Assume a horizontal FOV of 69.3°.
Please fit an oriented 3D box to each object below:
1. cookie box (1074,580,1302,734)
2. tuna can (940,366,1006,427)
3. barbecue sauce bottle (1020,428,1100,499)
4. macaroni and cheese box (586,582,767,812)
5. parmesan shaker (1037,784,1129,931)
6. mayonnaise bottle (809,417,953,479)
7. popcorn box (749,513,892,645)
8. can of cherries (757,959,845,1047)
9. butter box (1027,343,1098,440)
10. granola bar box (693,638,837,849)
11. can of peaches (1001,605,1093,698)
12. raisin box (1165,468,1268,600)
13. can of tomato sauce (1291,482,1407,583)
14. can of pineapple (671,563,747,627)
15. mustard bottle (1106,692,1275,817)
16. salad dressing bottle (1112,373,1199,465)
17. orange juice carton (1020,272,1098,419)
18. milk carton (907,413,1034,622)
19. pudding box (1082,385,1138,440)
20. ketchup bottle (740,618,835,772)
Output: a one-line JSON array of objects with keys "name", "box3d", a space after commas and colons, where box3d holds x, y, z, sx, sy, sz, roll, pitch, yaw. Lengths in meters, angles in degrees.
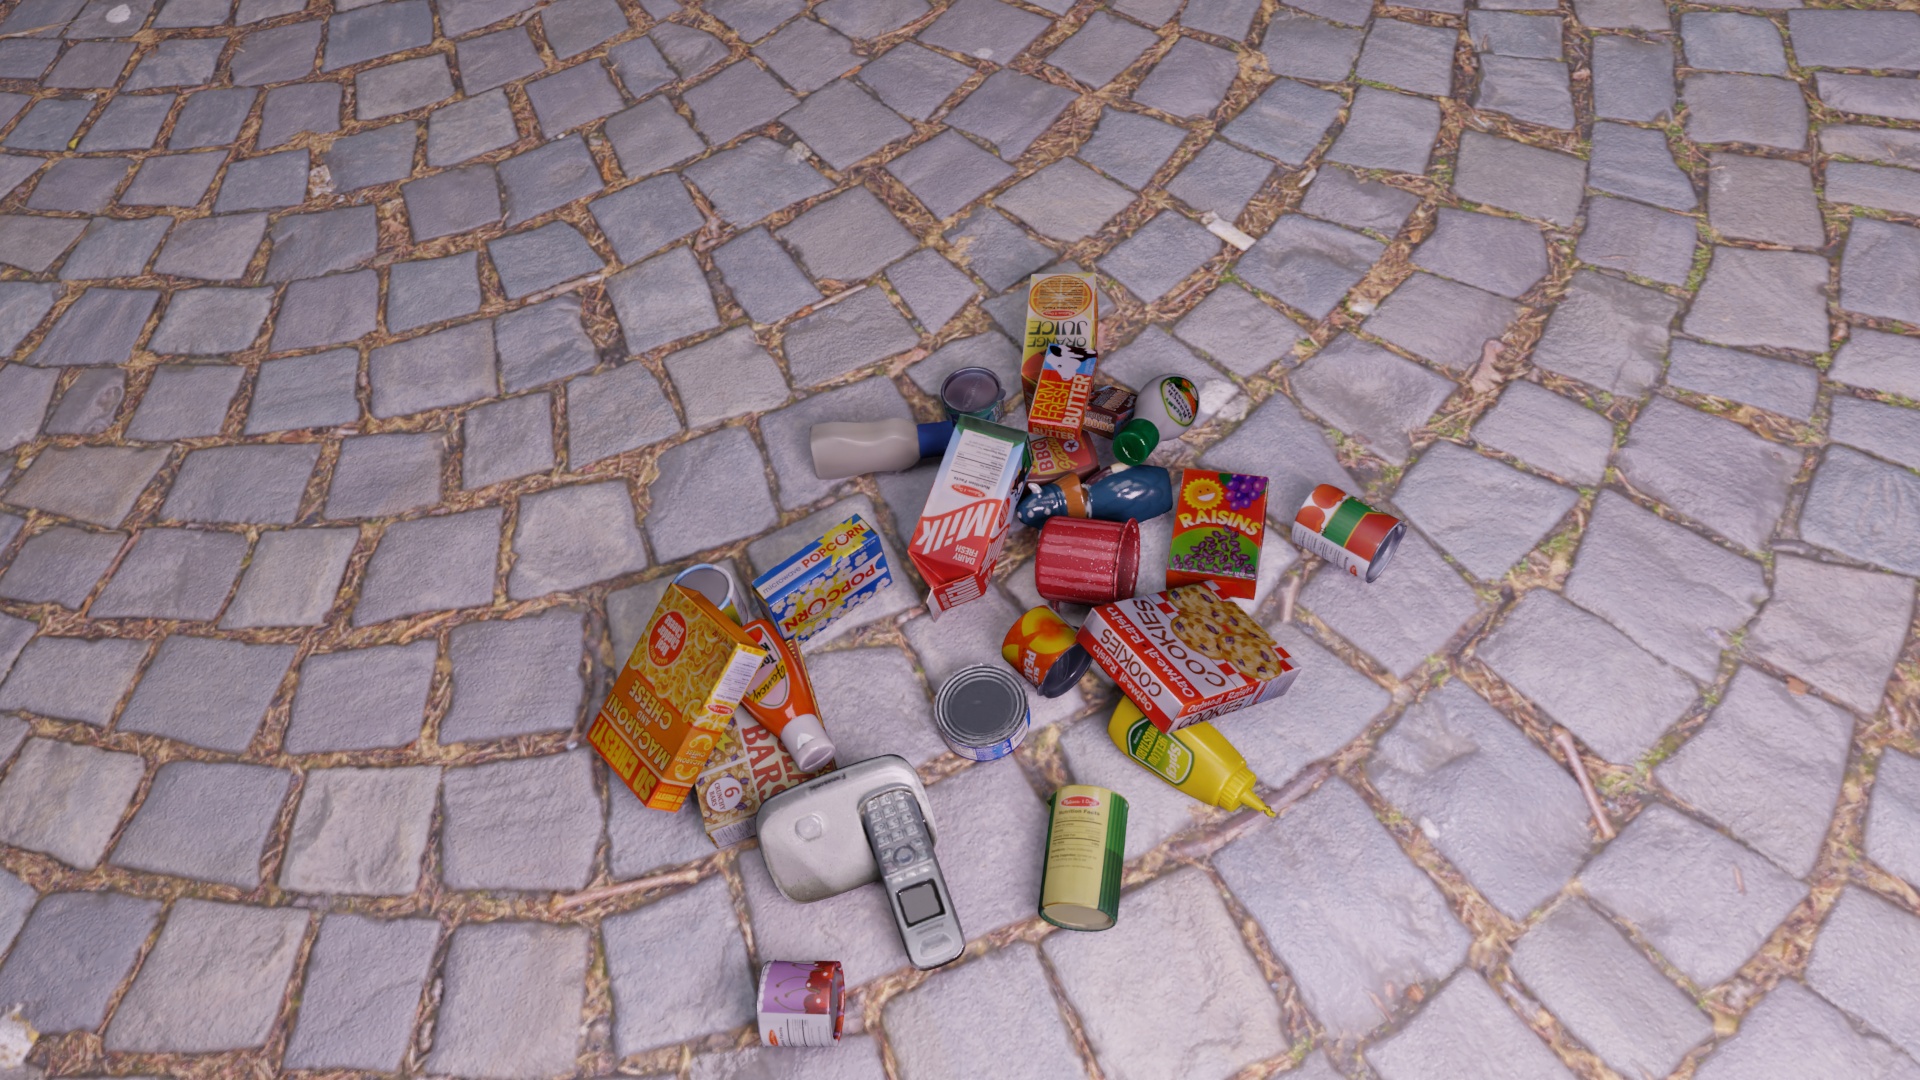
[{"name": "cookie box", "box3d": [0.201, 0.100, 1.222, 0.168, 0.040, 0.123, -10, 46, -41]}, {"name": "tuna can", "box3d": [0.016, -0.151, 1.485, 0.071, 0.032, 0.071, -4, 54, 6]}, {"name": "barbecue sauce bottle", "box3d": [0.064, -0.069, 1.412, 0.149, 0.043, 0.065, -14, 50, -1]}, {"name": "macaroni and cheese box", "box3d": [-0.256, 0.140, 1.246, 0.124, 0.040, 0.166, 34, 96, 42]}, {"name": "parmesan shaker", "box3d": [0.100, 0.263, 1.150, 0.071, 0.071, 0.103, 4, 55, 11]}, {"name": "mayonnaise bottle", "box3d": [-0.080, -0.099, 1.446, 0.148, 0.064, 0.041, -7, 50, -2]}, {"name": "popcorn box", "box3d": [-0.132, 0.042, 1.333, 0.127, 0.084, 0.038, -34, 56, -16]}, {"name": "can of cherries", "box3d": [-0.126, 0.366, 1.106, 0.058, 0.071, 0.072, -3, 54, 6]}, {"name": "butter box", "box3d": [0.103, -0.148, 1.387, 0.053, 0.024, 0.104, 9, 58, 11]}, {"name": "granola bar box", "box3d": [-0.186, 0.181, 1.267, 0.124, 0.039, 0.166, -19, 54, -6]}, {"name": "can of peaches", "box3d": [0.078, 0.102, 1.269, 0.071, 0.071, 0.058, -37, 57, -18]}, {"name": "raisin box", "box3d": [0.250, -0.008, 1.343, 0.086, 0.040, 0.124, 6, 56, 14]}, {"name": "can of tomato sauce", "box3d": [0.366, -0.010, 1.310, 0.083, 0.071, 0.071, 32, 64, 28]}, {"name": "can of pineapple", "box3d": [-0.247, 0.065, 1.349, 0.071, 0.057, 0.071, -4, 54, 6]}, {"name": "mustard bottle", "box3d": [0.202, 0.187, 1.190, 0.160, 0.065, 0.049, 34, 34, 26]}, {"name": "salad dressing bottle", "box3d": [0.196, -0.120, 1.395, 0.044, 0.064, 0.148, -27, 12, 38]}, {"name": "orange juice carton", "box3d": [0.106, -0.194, 1.480, 0.073, 0.071, 0.194, 1, 54, 9]}, {"name": "milk carton", "box3d": [0.005, -0.017, 1.337, 0.073, 0.072, 0.191, 17, 73, 13]}, {"name": "pudding box", "box3d": [0.154, -0.132, 1.430, 0.050, 0.030, 0.084, 22, 26, 23]}, {"name": "ketchup bottle", "box3d": [-0.162, 0.141, 1.240, 0.065, 0.043, 0.149, -36, 58, -5]}]
